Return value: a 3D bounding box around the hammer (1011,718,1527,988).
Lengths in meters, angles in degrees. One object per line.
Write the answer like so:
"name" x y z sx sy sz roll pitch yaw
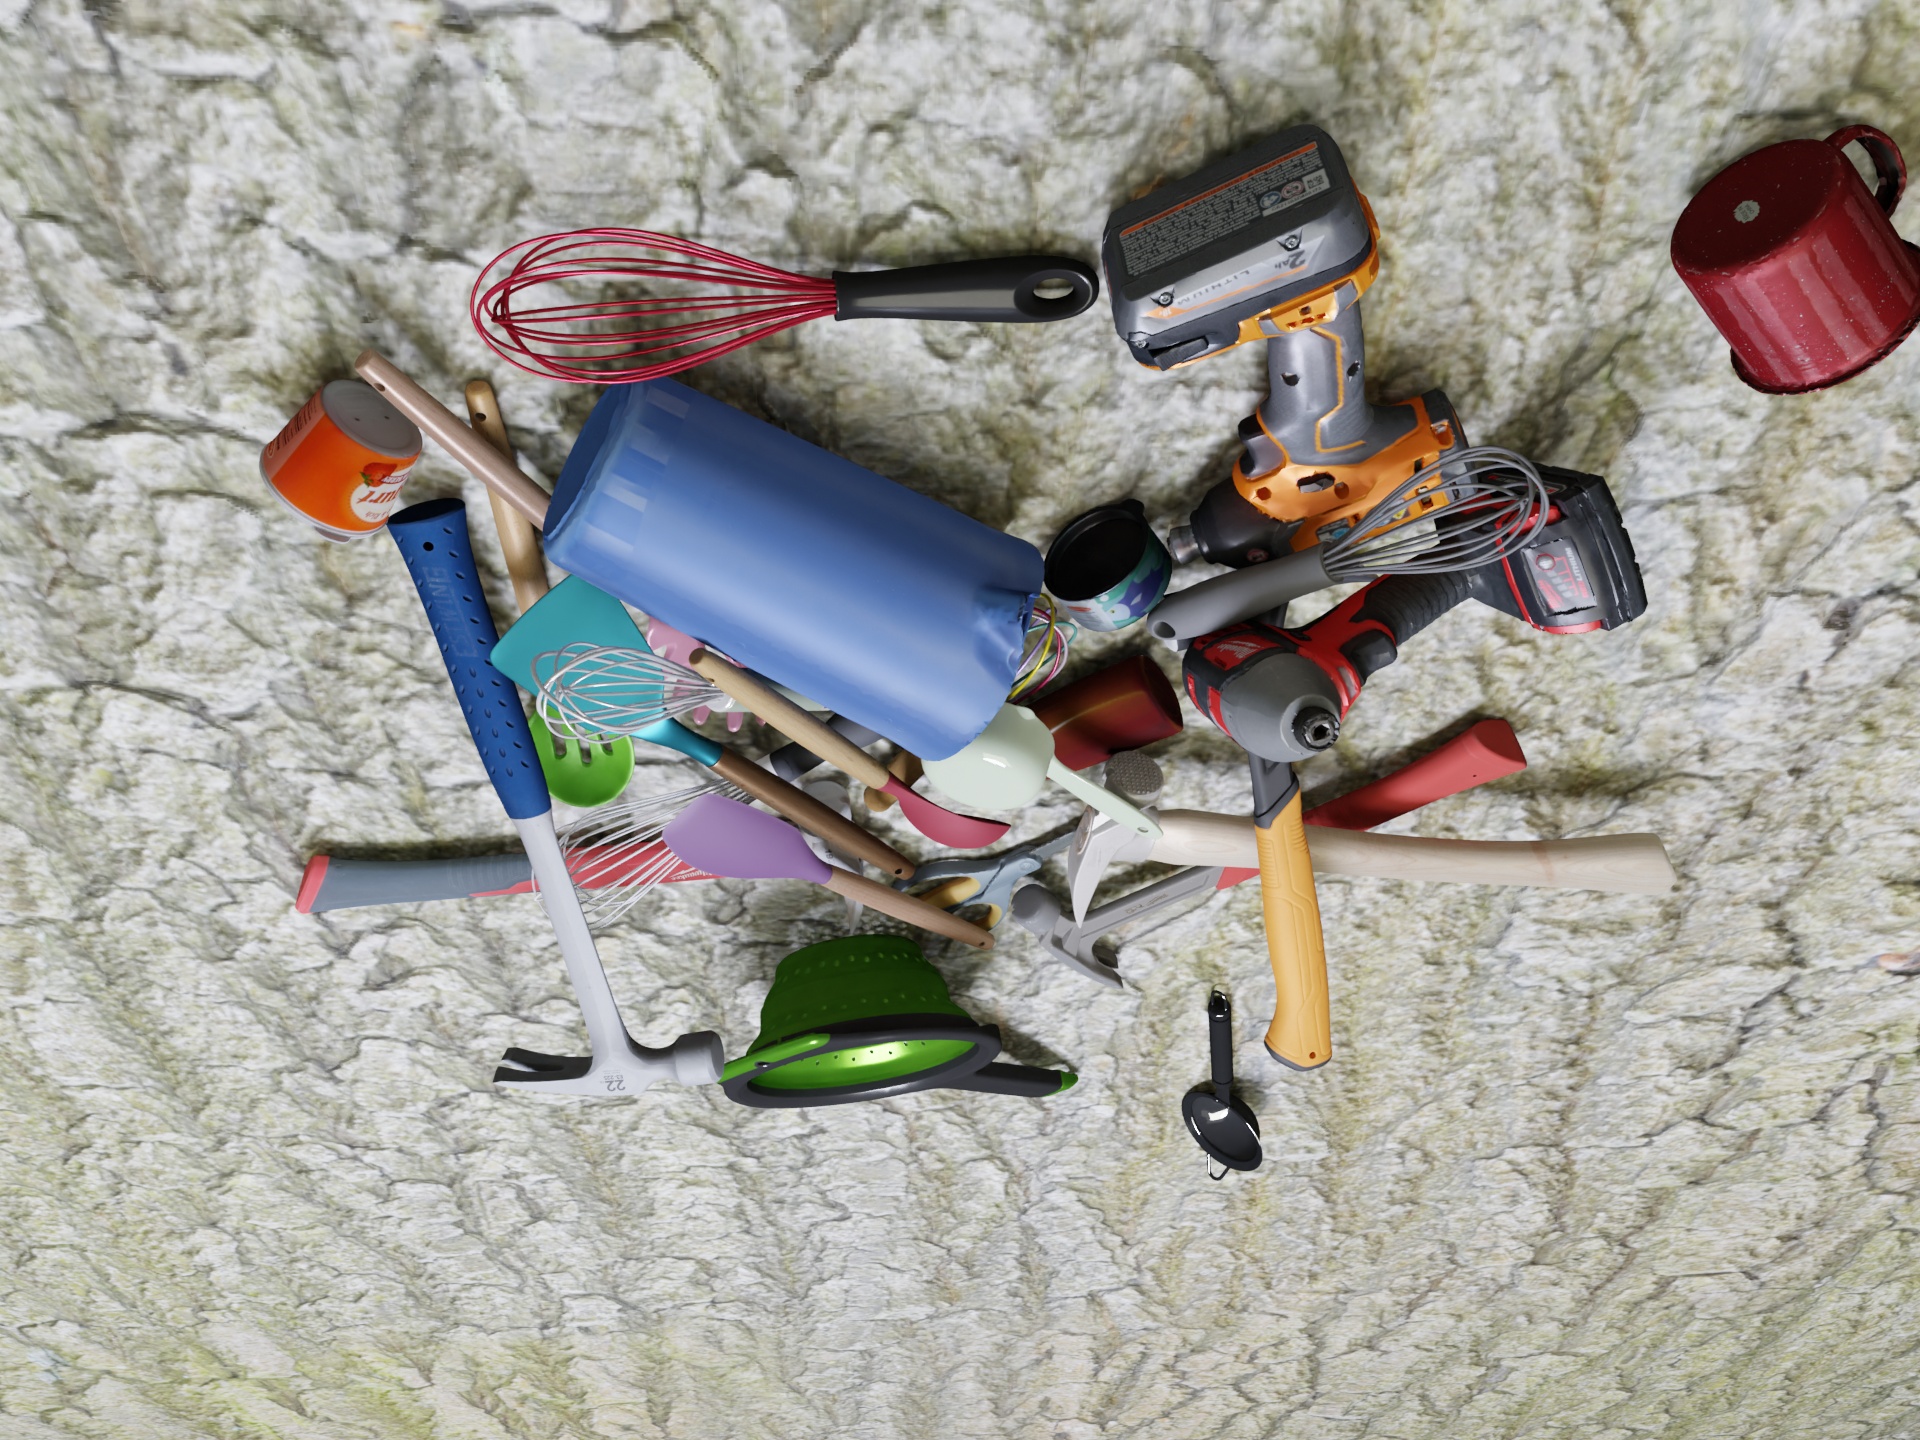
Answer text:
"hammer" 0.220 0.094 1.111 0.359 0.037 0.149 -27 141 22

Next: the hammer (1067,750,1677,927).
"hammer" 0.276 0.095 1.057 0.410 0.038 0.146 5 137 -10

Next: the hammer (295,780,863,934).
"hammer" -0.261 0.112 1.103 0.386 0.038 0.143 -5 140 1

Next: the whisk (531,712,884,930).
"whisk" -0.148 0.050 1.004 0.284 0.070 0.070 -28 134 8

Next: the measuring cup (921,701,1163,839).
"measuring cup" 0.051 0.044 0.938 0.167 0.038 0.083 30 146 -19

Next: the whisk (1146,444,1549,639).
"whisk" 0.184 -0.081 0.801 0.055 0.055 0.239 31 147 -33

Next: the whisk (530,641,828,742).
"whisk" -0.137 -0.017 0.863 0.057 0.059 0.246 -53 157 20

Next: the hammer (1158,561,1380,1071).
"hammer" 0.203 0.067 0.970 0.127 0.034 0.336 -13 113 -6

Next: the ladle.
"ladle" -0.059 0.024 0.928 0.069 0.031 0.315 8 163 32

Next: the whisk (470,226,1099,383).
"whisk" -0.079 -0.199 0.750 0.295 0.073 0.073 -5 139 -9

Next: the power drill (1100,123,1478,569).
"power drill" 0.151 -0.162 0.790 0.164 0.084 0.226 -20 140 19

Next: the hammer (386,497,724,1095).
"hammer" -0.258 0.064 0.944 0.144 0.035 0.405 -8 118 6

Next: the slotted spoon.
"slotted spoon" -0.241 -0.062 0.916 0.070 0.031 0.313 -3 137 -2

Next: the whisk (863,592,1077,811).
"whisk" -0.001 -0.005 0.973 0.051 0.047 0.245 -17 162 -36

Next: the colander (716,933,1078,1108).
"colander" -0.030 0.236 1.237 0.204 0.095 0.396 -25 153 29

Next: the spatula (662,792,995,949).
"spatula" -0.076 0.111 1.064 0.059 0.018 0.315 -42 139 18

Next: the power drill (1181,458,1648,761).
"power drill" 0.232 -0.050 0.834 0.219 0.143 0.078 -28 107 -1

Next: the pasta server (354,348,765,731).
"pasta server" -0.205 -0.088 0.861 0.060 0.040 0.315 -11 145 29

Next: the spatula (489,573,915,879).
"spatula" -0.130 0.023 0.945 0.082 0.044 0.317 -40 134 14

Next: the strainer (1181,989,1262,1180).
"strainer" 0.227 0.309 1.360 0.087 0.050 0.258 28 145 33
